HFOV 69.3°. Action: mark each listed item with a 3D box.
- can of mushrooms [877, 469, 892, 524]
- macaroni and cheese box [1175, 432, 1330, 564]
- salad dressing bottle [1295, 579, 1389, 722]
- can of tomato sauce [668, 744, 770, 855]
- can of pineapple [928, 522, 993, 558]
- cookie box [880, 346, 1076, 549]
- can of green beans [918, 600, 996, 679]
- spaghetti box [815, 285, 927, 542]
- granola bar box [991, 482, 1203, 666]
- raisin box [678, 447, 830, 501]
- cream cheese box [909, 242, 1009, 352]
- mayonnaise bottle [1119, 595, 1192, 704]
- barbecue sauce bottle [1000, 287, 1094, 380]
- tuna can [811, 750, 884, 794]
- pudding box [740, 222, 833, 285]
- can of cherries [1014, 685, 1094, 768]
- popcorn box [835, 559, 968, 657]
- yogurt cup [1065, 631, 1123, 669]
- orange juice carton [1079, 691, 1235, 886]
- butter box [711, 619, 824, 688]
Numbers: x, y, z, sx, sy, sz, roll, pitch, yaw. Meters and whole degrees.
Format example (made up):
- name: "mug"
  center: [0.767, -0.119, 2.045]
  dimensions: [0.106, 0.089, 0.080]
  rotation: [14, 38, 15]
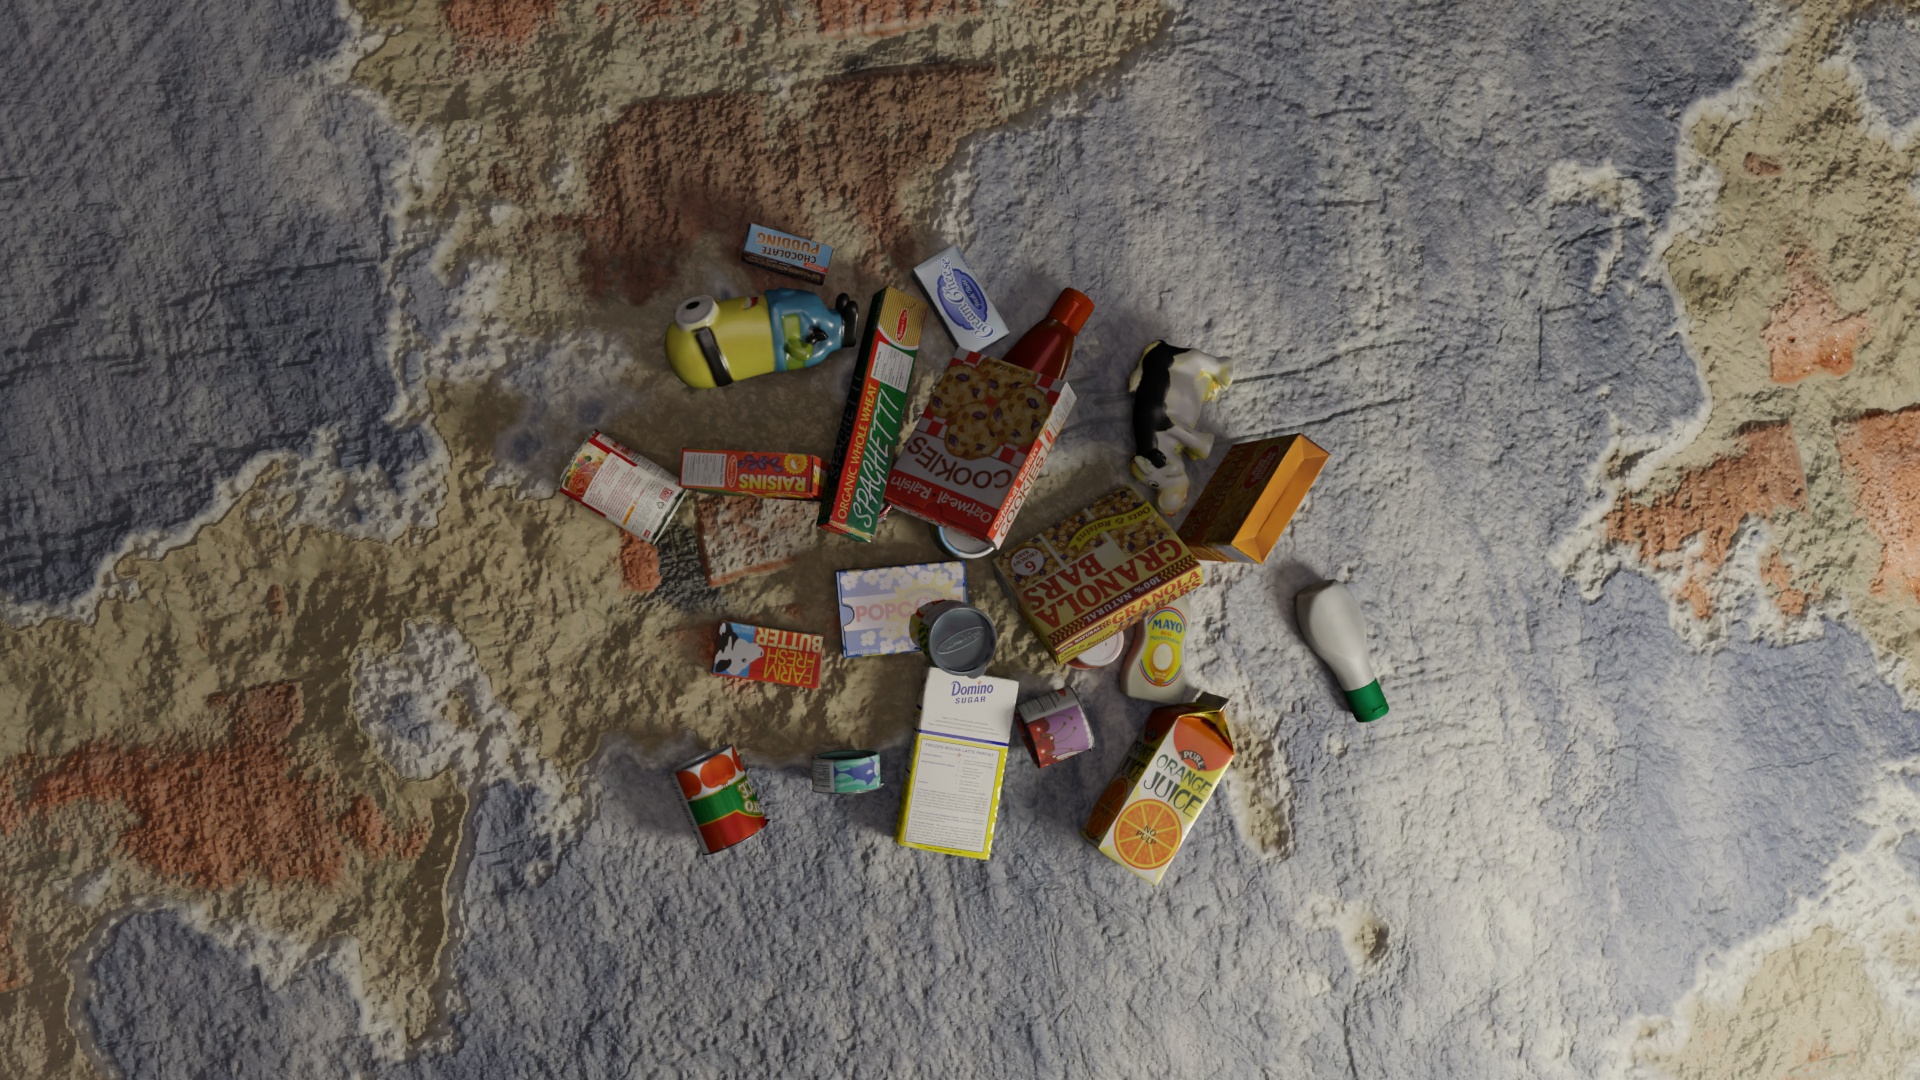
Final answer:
- name: "can of mushrooms"
  center: [-0.094, -0.048, 1.347]
  dimensions: [0.071, 0.033, 0.071]
  rotation: [0, 88, -10]
- name: "macaroni and cheese box"
  center: [0.278, -0.038, 1.345]
  dimensions: [0.040, 0.166, 0.124]
  rotation: [34, 84, -8]
- name: "salad dressing bottle"
  center: [0.395, 0.114, 1.426]
  dimensions: [0.064, 0.044, 0.147]
  rotation: [-25, 95, -11]
- name: "can of tomato sauce"
  center: [-0.226, 0.241, 1.303]
  dimensions: [0.071, 0.071, 0.083]
  rotation: [-24, 93, -9]
- name: "can of pineapple"
  center: [0.005, -0.017, 1.352]
  dimensions: [0.071, 0.058, 0.071]
  rotation: [0, 89, -10]
- name: "cookie box"
  center: [0.016, -0.089, 1.308]
  dimensions: [0.123, 0.040, 0.168]
  rotation: [22, 77, 26]
- name: "can of green beans"
  center: [-0.004, 0.091, 1.309]
  dimensions: [0.071, 0.058, 0.071]
  rotation: [0, 92, -11]
- name: "spaghetti box"
  center: [-0.083, -0.120, 1.313]
  dimensions: [0.050, 0.028, 0.251]
  rotation: [23, 68, -29]
- name: "granola bar box"
  center: [0.132, 0.030, 1.348]
  dimensions: [0.166, 0.039, 0.124]
  rotation: [-29, 54, -9]
- name: "raisin box"
  center: [-0.189, -0.060, 1.290]
  dimensions: [0.123, 0.086, 0.040]
  rotation: [3, 87, 5]
- name: "cream cheese box"
  center: [-0.001, -0.235, 1.372]
  dimensions: [0.053, 0.024, 0.103]
  rotation: [-32, 94, -8]
- name: "mayonnaise bottle"
  center: [0.202, 0.087, 1.393]
  dimensions: [0.065, 0.041, 0.148]
  rotation: [10, 88, -8]
- name: "barbecue sauce bottle"
  center: [0.079, -0.181, 1.375]
  dimensions: [0.065, 0.043, 0.148]
  rotation: [33, 83, 1]
- name: "tuna can"
  center: [-0.107, 0.220, 1.325]
  dimensions: [0.071, 0.071, 0.033]
  rotation: [-2, 89, -10]
- name: "pudding box"
  center: [-0.167, -0.274, 1.330]
  dimensions: [0.084, 0.049, 0.030]
  rotation: [15, 85, -10]
- name: "can of cherries"
  center: [0.092, 0.185, 1.360]
  dimensions: [0.058, 0.071, 0.071]
  rotation: [-21, 93, -9]
- name: "popcorn box"
  center: [-0.056, 0.066, 1.350]
  dimensions: [0.127, 0.038, 0.085]
  rotation: [-5, 91, -10]
- name: "yogurt cup"
  center: [0.128, 0.096, 1.374]
  dimensions: [0.072, 0.054, 0.072]
  rotation: [0, 90, -9]
- name: "orange juice carton"
  center: [0.204, 0.234, 1.376]
  dimensions: [0.073, 0.072, 0.193]
  rotation: [33, 84, -9]
- name: "butter box"
  center: [-0.184, 0.109, 1.333]
  dimensions: [0.103, 0.024, 0.053]
  rotation: [9, 87, -10]
